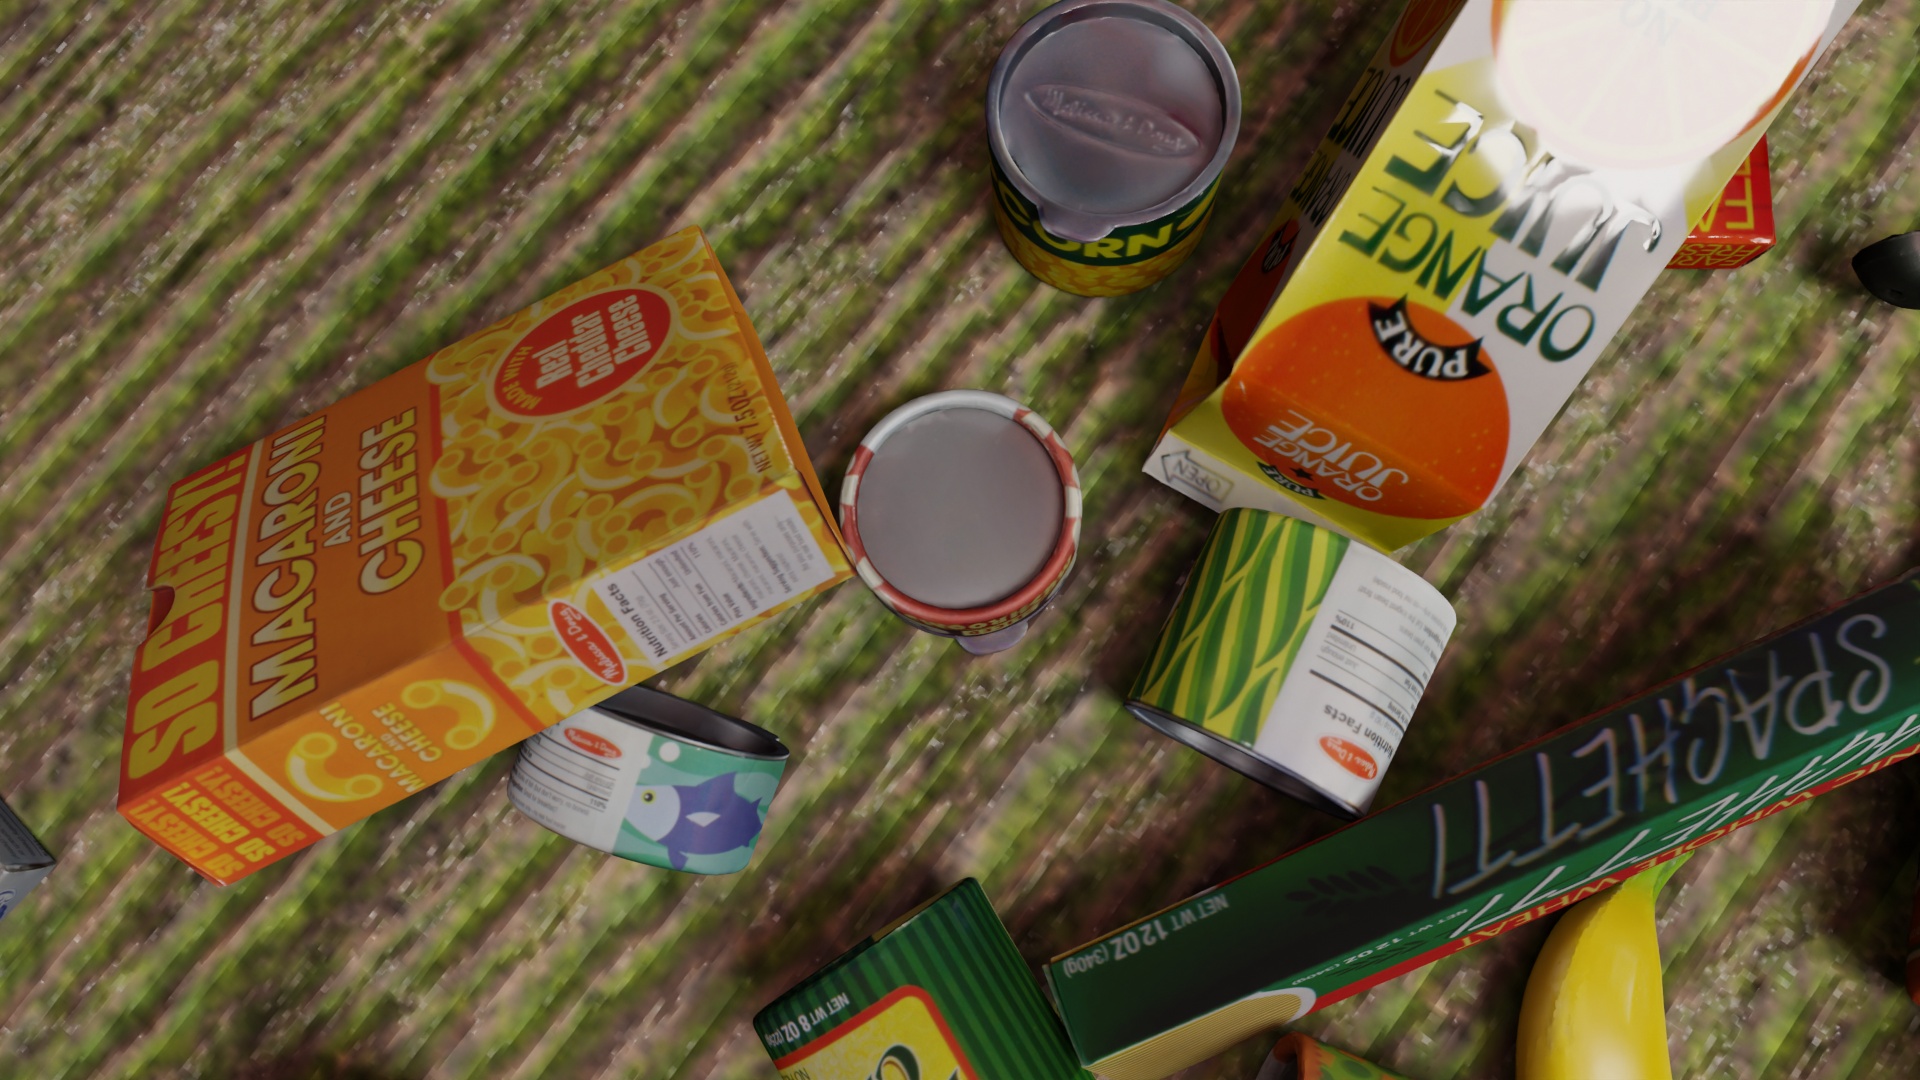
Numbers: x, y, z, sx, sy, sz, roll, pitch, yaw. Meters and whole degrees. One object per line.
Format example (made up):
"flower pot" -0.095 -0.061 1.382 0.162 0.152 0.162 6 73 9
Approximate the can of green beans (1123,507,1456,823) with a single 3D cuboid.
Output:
"can of green beans" 0.084 0.031 0.356 0.071 0.071 0.058 26 82 7

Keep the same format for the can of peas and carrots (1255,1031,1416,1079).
"can of peas and carrots" 0.097 0.159 0.329 0.059 0.071 0.071 20 82 7

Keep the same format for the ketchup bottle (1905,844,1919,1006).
"ketchup bottle" 0.269 0.045 0.347 0.043 0.064 0.149 9 71 25

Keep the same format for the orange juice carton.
"orange juice carton" 0.124 -0.079 0.345 0.072 0.073 0.192 29 111 -4

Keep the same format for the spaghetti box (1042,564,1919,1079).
"spaghetti box" 0.140 0.066 0.328 0.250 0.050 0.029 -27 57 10

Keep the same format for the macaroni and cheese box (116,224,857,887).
"macaroni and cheese box" -0.123 -0.005 0.356 0.166 0.040 0.124 -26 43 -2

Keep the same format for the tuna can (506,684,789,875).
"tuna can" -0.079 0.060 0.361 0.071 0.071 0.033 19 88 6

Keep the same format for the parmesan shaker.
"parmesan shaker" 0.000 0.146 0.341 0.071 0.071 0.103 -33 79 -3

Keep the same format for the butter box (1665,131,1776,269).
"butter box" 0.174 -0.105 0.396 0.103 0.024 0.053 2 79 4

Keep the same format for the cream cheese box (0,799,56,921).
"cream cheese box" -0.312 0.075 0.392 0.104 0.024 0.053 43 85 9

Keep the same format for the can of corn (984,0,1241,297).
"can of corn" 0.040 -0.105 0.387 0.071 0.058 0.071 -1 80 3

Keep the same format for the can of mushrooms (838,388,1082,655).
"can of mushrooms" 0.001 -0.005 0.384 0.071 0.033 0.071 0 79 3
